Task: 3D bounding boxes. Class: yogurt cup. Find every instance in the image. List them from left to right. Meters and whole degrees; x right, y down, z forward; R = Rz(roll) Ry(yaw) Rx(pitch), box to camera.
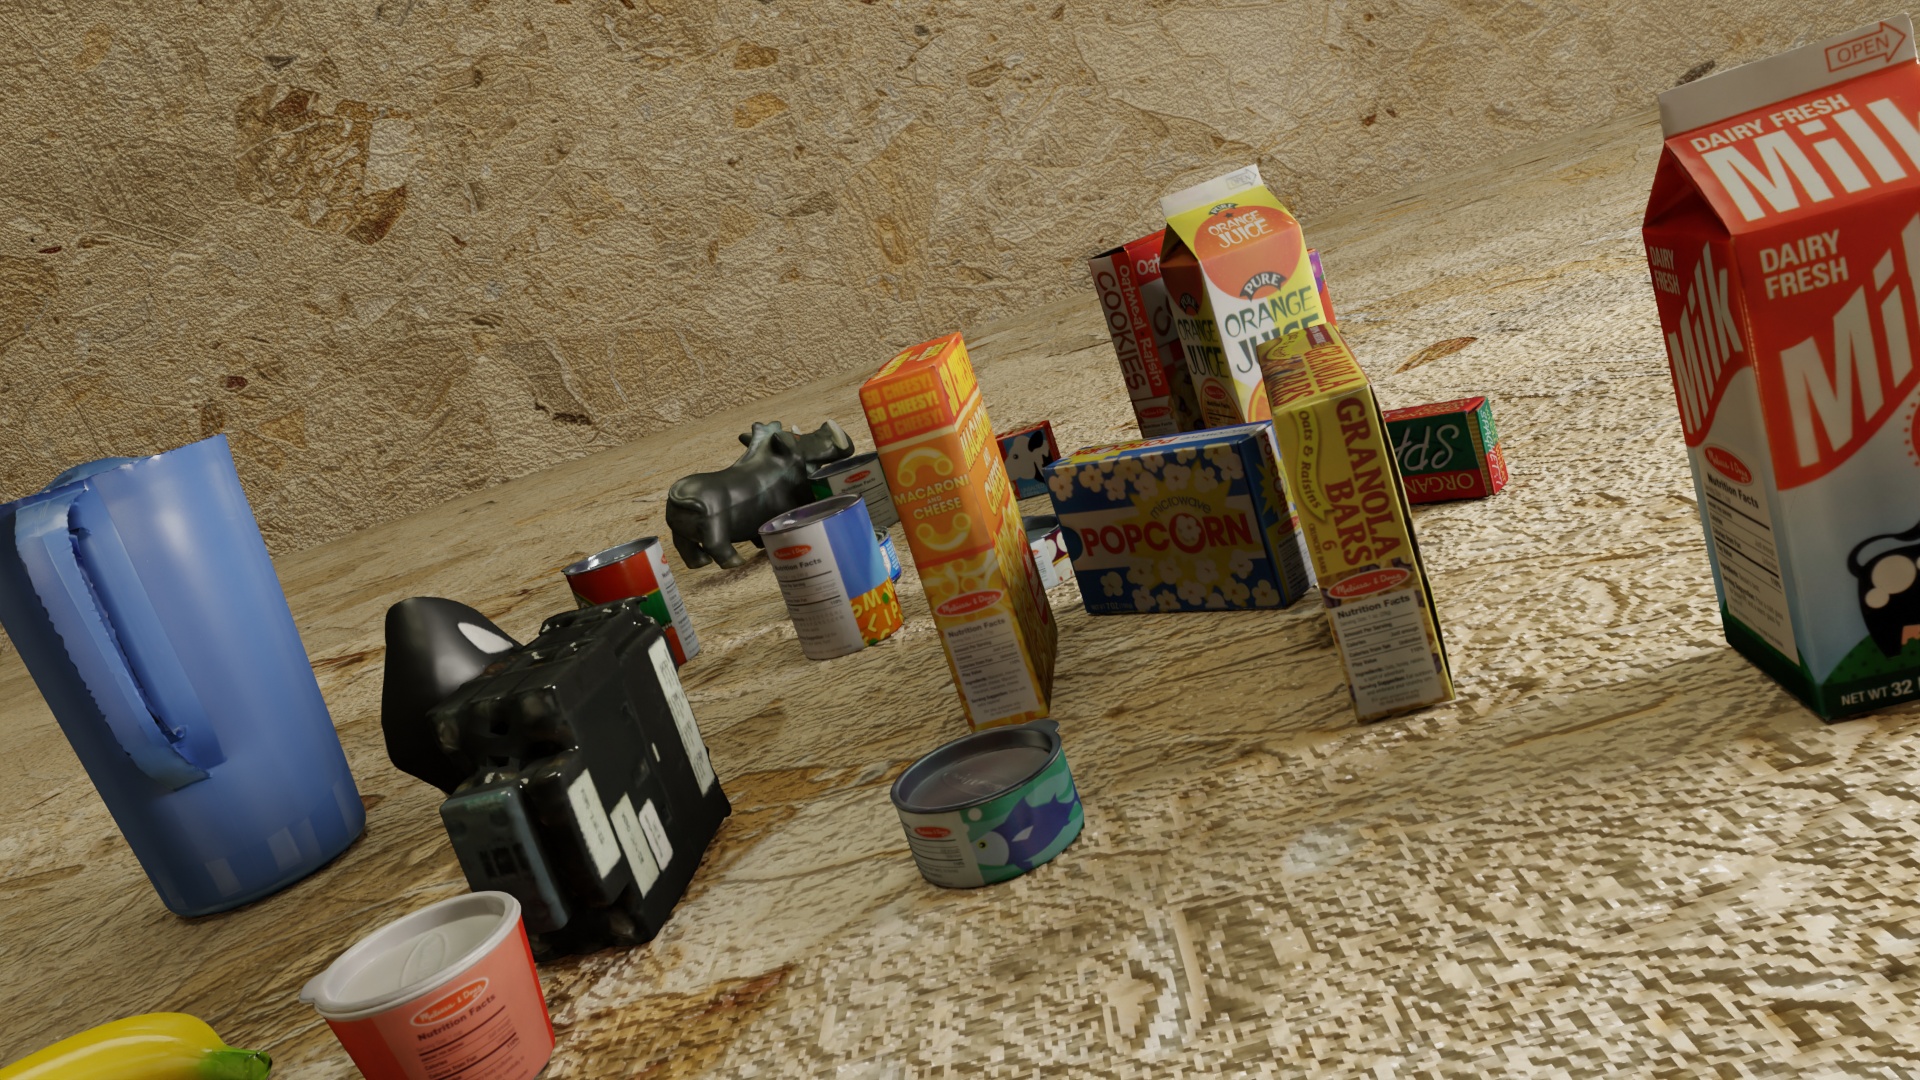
[{"bbox_3d":[-0.171,0.157,0.463,0.072,0.054,0.072,-18,12,4],"label":"yogurt cup"}]

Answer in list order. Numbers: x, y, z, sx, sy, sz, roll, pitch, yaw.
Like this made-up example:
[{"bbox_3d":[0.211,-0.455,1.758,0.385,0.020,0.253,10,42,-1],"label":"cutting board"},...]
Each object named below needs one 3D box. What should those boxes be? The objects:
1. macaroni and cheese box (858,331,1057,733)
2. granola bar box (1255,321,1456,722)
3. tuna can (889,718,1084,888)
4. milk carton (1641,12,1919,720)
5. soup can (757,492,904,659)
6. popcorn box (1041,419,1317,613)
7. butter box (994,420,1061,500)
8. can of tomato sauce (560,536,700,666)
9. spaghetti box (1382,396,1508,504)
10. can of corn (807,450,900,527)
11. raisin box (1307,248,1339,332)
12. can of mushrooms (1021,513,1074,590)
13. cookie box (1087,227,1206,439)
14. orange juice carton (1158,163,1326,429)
[{"bbox_3d":[0.002,-0.008,0.663,0.040,0.166,0.124,-17,12,10],"label":"macaroni and cheese box"},{"bbox_3d":[0.158,-0.016,0.570,0.039,0.124,0.166,-16,13,14],"label":"granola bar box"},{"bbox_3d":[0.012,0.096,0.512,0.071,0.032,0.071,-18,12,4],"label":"tuna can"},{"bbox_3d":[0.264,-0.052,0.418,0.072,0.190,0.074,-16,12,11],"label":"milk carton"},{"bbox_3d":[-0.076,0.020,0.844,0.071,0.083,0.071,-18,12,4],"label":"soup can"},{"bbox_3d":[0.110,-0.009,0.701,0.126,0.085,0.038,-6,18,46],"label":"popcorn box"},{"bbox_3d":[0.027,-0.055,1.087,0.103,0.053,0.024,-14,13,18],"label":"butter box"},{"bbox_3d":[-0.223,0.048,0.938,0.071,0.083,0.071,-18,12,4],"label":"can of tomato sauce"},{"bbox_3d":[0.186,-0.039,0.799,0.249,0.050,0.029,-6,17,44],"label":"spaghetti box"},{"bbox_3d":[-0.088,-0.037,1.166,0.071,0.058,0.071,-18,12,4],"label":"can of corn"},{"bbox_3d":[0.224,-0.134,0.980,0.086,0.123,0.040,-23,13,-19],"label":"raisin box"},{"bbox_3d":[0.037,0.010,0.843,0.071,0.033,0.071,-18,12,4],"label":"can of mushrooms"},{"bbox_3d":[0.166,-0.142,0.998,0.123,0.167,0.040,-29,16,-40],"label":"cookie box"},{"bbox_3d":[0.185,-0.138,0.892,0.072,0.192,0.073,-21,12,-9],"label":"orange juice carton"}]
